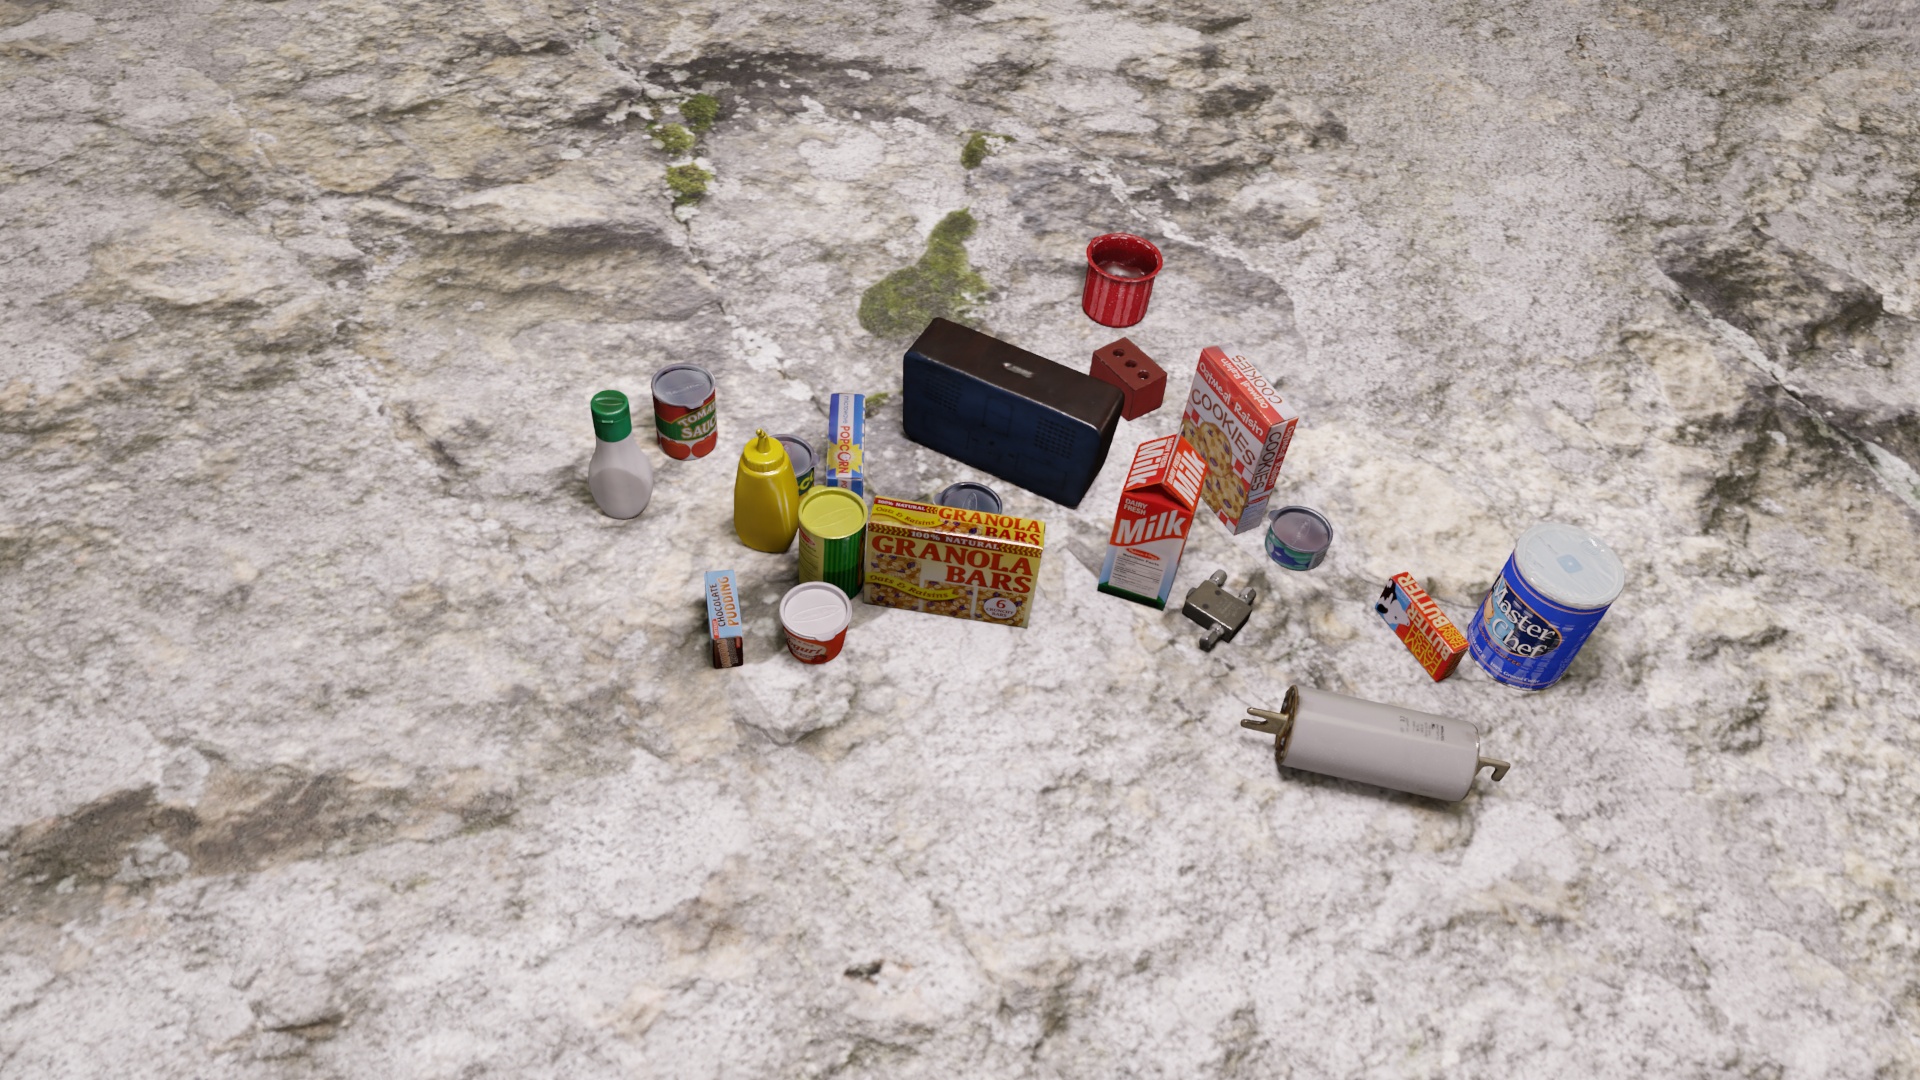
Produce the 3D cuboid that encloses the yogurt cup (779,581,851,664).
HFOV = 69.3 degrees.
[{"bbox_3d":[-0.138,0.081,1.324,0.072,0.053,0.073,3,49,-4],"label":"yogurt cup"}]

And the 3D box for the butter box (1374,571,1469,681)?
[{"bbox_3d":[0.461,0.086,1.388,0.024,0.052,0.104,-17,53,-20],"label":"butter box"}]

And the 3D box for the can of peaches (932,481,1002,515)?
[{"bbox_3d":[0.005,-0.018,1.424,0.071,0.057,0.071,3,49,-4],"label":"can of peaches"}]

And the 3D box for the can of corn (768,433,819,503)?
[{"bbox_3d":[-0.182,-0.067,1.446,0.071,0.058,0.071,3,49,-4],"label":"can of corn"}]

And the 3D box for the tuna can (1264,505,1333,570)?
[{"bbox_3d":[0.354,-0.003,1.467,0.071,0.032,0.071,3,49,-4],"label":"tuna can"}]

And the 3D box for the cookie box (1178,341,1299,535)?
[{"bbox_3d":[0.284,-0.106,1.460,0.040,0.166,0.123,-19,54,-21],"label":"cookie box"}]

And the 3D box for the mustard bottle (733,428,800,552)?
[{"bbox_3d":[-0.191,-0.055,1.366,0.065,0.159,0.049,12,49,4],"label":"mustard bottle"}]

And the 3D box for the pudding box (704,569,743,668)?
[{"bbox_3d":[-0.226,0.074,1.323,0.030,0.049,0.084,-6,50,-11],"label":"pudding box"}]

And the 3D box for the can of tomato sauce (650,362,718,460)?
[{"bbox_3d":[-0.291,-0.135,1.476,0.071,0.082,0.071,3,49,-4],"label":"can of tomato sauce"}]

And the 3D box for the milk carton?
[{"bbox_3d":[0.191,-0.025,1.363,0.073,0.189,0.073,17,49,9],"label":"milk carton"}]

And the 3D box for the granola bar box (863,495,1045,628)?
[{"bbox_3d":[-0.007,0.021,1.344,0.166,0.123,0.039,9,49,1],"label":"granola bar box"}]

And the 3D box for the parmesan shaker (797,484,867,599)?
[{"bbox_3d":[-0.127,0.004,1.359,0.071,0.102,0.072,3,49,-4],"label":"parmesan shaker"}]

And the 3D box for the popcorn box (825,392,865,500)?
[{"bbox_3d":[-0.119,-0.081,1.447,0.038,0.084,0.127,2,49,-5],"label":"popcorn box"}]

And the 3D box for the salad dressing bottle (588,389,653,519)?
[{"bbox_3d":[-0.342,-0.085,1.384,0.064,0.146,0.044,2,49,-4],"label":"salad dressing bottle"}]
